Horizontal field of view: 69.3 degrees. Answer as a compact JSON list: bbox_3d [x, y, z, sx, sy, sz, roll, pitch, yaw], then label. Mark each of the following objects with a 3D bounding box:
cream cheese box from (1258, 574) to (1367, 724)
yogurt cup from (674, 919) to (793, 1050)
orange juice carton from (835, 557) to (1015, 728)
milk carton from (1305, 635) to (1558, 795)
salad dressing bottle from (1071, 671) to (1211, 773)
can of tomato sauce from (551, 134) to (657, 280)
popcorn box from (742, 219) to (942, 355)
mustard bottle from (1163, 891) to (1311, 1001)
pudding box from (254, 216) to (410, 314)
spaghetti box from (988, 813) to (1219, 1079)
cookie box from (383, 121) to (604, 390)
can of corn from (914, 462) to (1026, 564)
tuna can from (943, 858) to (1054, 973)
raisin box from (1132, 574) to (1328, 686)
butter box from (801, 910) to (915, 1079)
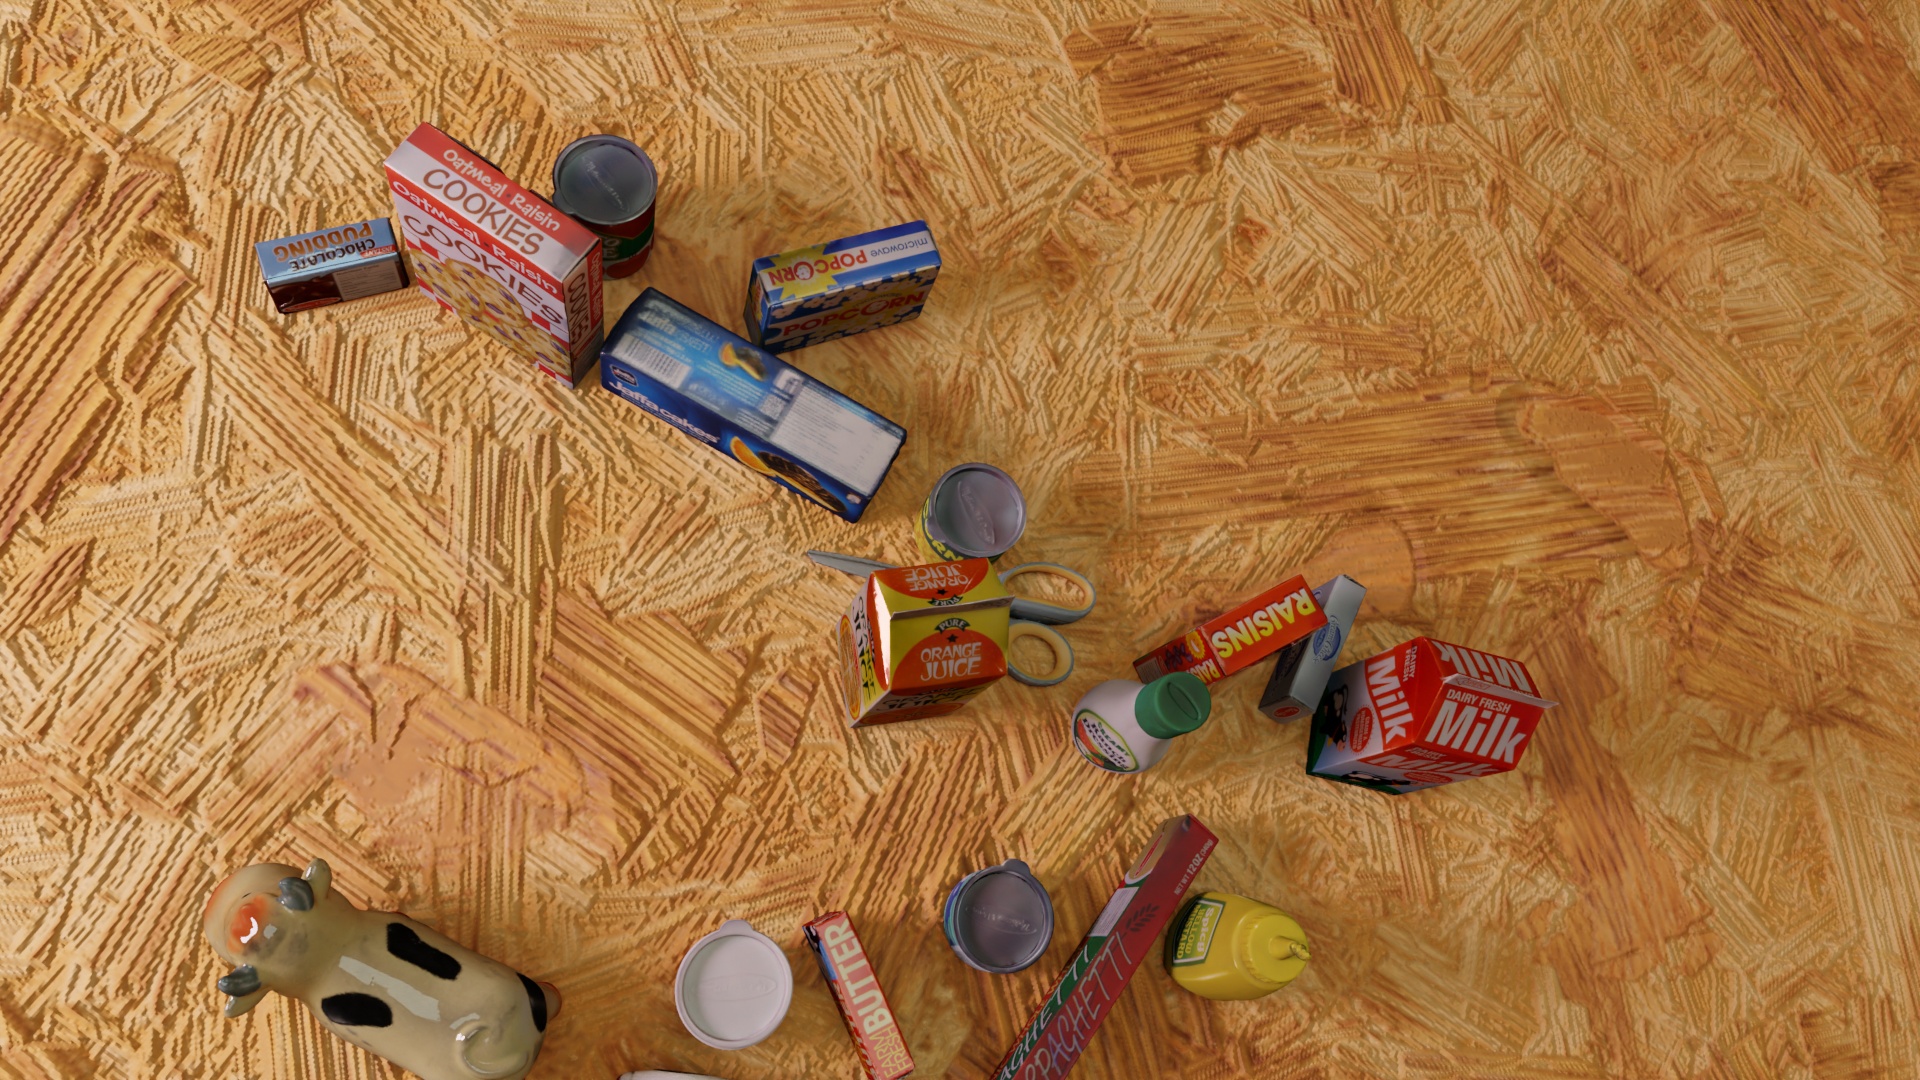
[{"bbox_3d":[0.248,0.077,0.982,0.024,0.053,0.104,30,69,-3],"label":"cream cheese box"},{"bbox_3d":[-0.136,0.266,0.828,0.072,0.053,0.072,4,73,-13],"label":"yogurt cup"},{"bbox_3d":[-0.024,0.061,0.845,0.072,0.192,0.073,-6,75,-15],"label":"orange juice carton"},{"bbox_3d":[0.304,0.115,0.910,0.072,0.190,0.073,15,71,-9],"label":"milk carton"},{"bbox_3d":[0.115,0.114,0.887,0.044,0.147,0.064,-38,86,-21],"label":"salad dressing bottle"},{"bbox_3d":[-0.240,-0.222,0.937,0.071,0.083,0.071,4,73,-13],"label":"can of tomato sauce"},{"bbox_3d":[-0.083,-0.173,0.960,0.127,0.085,0.038,-18,79,-18],"label":"popcorn box"},{"bbox_3d":[0.175,0.249,0.854,0.049,0.159,0.065,26,69,-5],"label":"mustard bottle"},{"bbox_3d":[-0.406,-0.178,0.901,0.084,0.049,0.030,-18,79,-18],"label":"pudding box"},{"bbox_3d":[0.080,0.282,0.879,0.029,0.050,0.251,39,68,0],"label":"spaghetti box"},{"bbox_3d":[-0.284,-0.172,0.866,0.123,0.167,0.040,33,69,-2],"label":"cookie box"},{"bbox_3d":[0.003,-0.012,0.946,0.071,0.058,0.071,4,73,-13],"label":"can of corn"},{"bbox_3d":[0.024,0.240,0.888,0.071,0.032,0.071,4,73,-13],"label":"tuna can"},{"bbox_3d":[0.178,0.070,0.929,0.086,0.123,0.040,-24,81,-19],"label":"raisin box"},{"bbox_3d":[-0.062,0.277,0.844,0.024,0.053,0.103,-22,80,-19],"label":"butter box"}]
